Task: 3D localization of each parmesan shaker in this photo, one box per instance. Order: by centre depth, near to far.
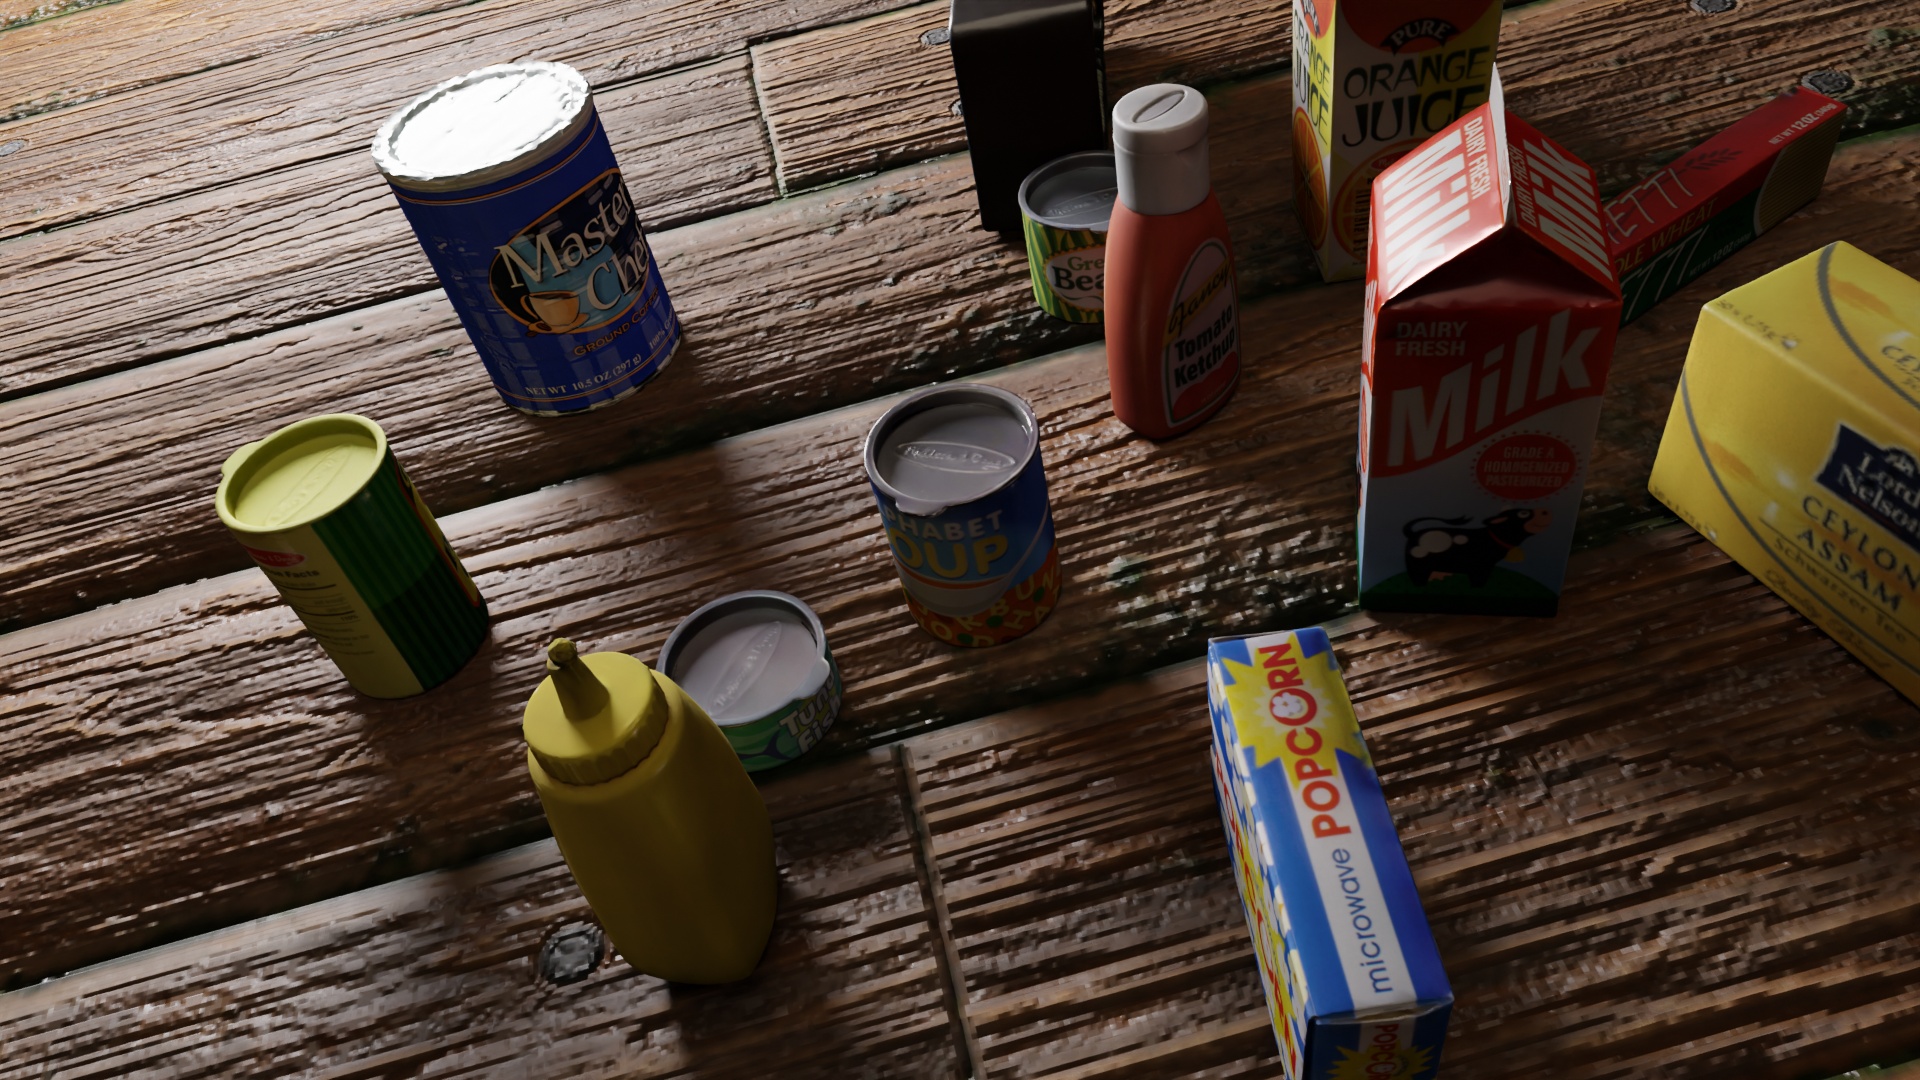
[{"bbox_3d":[-0.246,0.007,0.569,0.071,0.102,0.072,-6,46,7],"label":"parmesan shaker"}]

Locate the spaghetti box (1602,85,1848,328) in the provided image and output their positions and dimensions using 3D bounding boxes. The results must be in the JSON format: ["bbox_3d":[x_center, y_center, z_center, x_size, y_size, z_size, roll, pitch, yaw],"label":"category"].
[{"bbox_3d":[0.294,-0.125,0.613,0.251,0.050,0.029,-31,48,-17],"label":"spaghetti box"}]

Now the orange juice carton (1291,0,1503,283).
[{"bbox_3d":[0.193,-0.219,0.626,0.073,0.191,0.072,-9,45,4],"label":"orange juice carton"}]

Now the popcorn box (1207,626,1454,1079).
[{"bbox_3d":[0.105,0.100,0.412,0.038,0.084,0.127,-10,45,3],"label":"popcorn box"}]

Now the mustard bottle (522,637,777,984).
[{"bbox_3d":[-0.097,0.078,0.427,0.049,0.159,0.066,-4,46,9],"label":"mustard bottle"}]

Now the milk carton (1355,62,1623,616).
[{"bbox_3d":[0.177,-0.061,0.478,0.073,0.189,0.073,1,47,14],"label":"milk carton"}]

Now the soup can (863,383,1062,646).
[{"bbox_3d":[0.002,-0.007,0.540,0.071,0.083,0.072,-6,46,7],"label":"soup can"}]

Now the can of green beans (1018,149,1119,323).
[{"bbox_3d":[0.065,-0.148,0.681,0.071,0.057,0.071,-6,46,7],"label":"can of green beans"}]

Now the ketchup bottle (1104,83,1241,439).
[{"bbox_3d":[0.087,-0.115,0.580,0.065,0.148,0.043,-38,50,-23],"label":"ketchup bottle"}]

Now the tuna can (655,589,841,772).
[{"bbox_3d":[-0.078,0.055,0.534,0.071,0.032,0.071,-6,46,7],"label":"tuna can"}]
